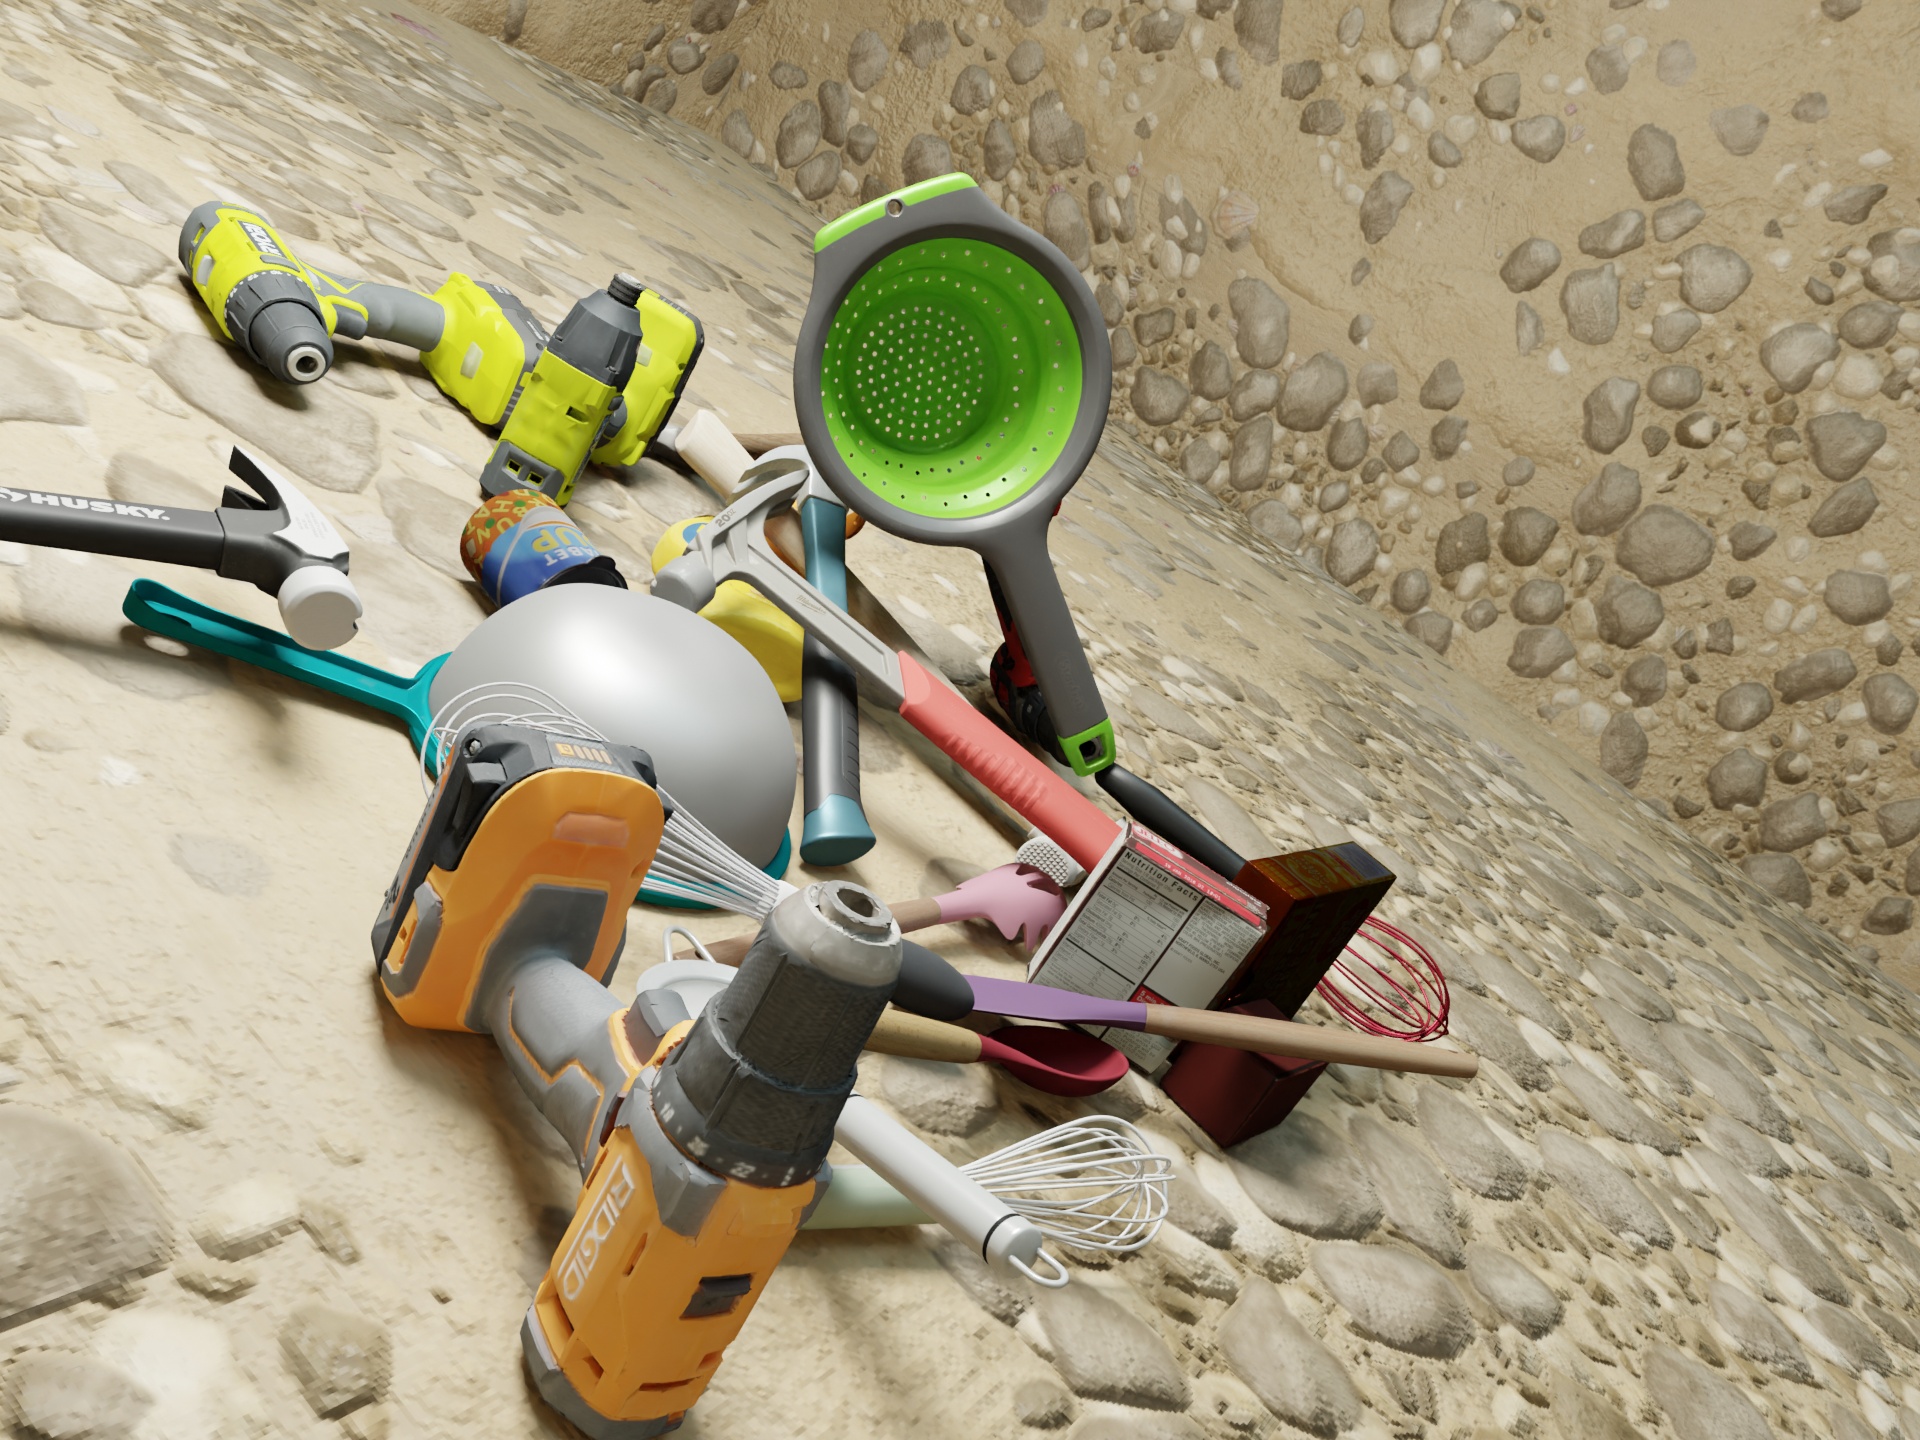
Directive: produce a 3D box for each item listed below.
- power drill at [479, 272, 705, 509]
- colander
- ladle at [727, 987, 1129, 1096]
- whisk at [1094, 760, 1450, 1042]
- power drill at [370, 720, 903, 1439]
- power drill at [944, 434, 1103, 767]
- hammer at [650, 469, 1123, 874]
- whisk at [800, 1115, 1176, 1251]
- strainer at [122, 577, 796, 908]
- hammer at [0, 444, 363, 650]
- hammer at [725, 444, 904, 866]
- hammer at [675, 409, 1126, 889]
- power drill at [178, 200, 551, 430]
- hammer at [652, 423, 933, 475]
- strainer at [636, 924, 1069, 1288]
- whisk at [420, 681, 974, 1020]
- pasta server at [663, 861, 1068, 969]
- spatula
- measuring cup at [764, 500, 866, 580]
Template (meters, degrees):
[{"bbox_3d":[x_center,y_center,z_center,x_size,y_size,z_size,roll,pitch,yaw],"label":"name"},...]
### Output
[{"bbox_3d":[-0.251,-0.239,1.122,0.080,0.171,0.223,30,16,-8],"label":"power drill"},{"bbox_3d":[0.015,-0.147,1.043,0.396,0.204,0.095,68,-10,-20],"label":"colander"},{"bbox_3d":[-0.007,0.138,0.684,0.069,0.031,0.315,15,-7,31],"label":"ladle"},{"bbox_3d":[0.212,0.121,1.083,0.296,0.073,0.073,37,19,4],"label":"whisk"},{"bbox_3d":[-0.111,0.086,0.527,0.084,0.185,0.226,13,24,-41],"label":"power drill"},{"bbox_3d":[0.050,-0.083,1.157,0.080,0.226,0.188,-16,22,-6],"label":"power drill"},{"bbox_3d":[-0.001,-0.003,0.920,0.359,0.036,0.149,39,41,3],"label":"hammer"},{"bbox_3d":[-0.004,0.190,0.646,0.246,0.058,0.059,11,58,-38],"label":"whisk"},{"bbox_3d":[-0.213,-0.027,0.774,0.340,0.095,0.211,22,22,-30],"label":"strainer"},{"bbox_3d":[-0.421,-0.090,0.628,0.334,0.035,0.146,5,27,-37],"label":"hammer"},{"bbox_3d":[-0.079,-0.050,0.964,0.128,0.033,0.331,17,44,-24],"label":"hammer"},{"bbox_3d":[-0.046,-0.054,1.071,0.411,0.038,0.146,49,21,10],"label":"hammer"},{"bbox_3d":[-0.404,-0.271,1.104,0.228,0.080,0.191,6,32,-47],"label":"power drill"},{"bbox_3d":[-0.132,-0.207,1.221,0.130,0.031,0.331,11,1,-44],"label":"hammer"},{"bbox_3d":[-0.050,0.146,0.597,0.086,0.050,0.259,10,8,-42],"label":"strainer"},{"bbox_3d":[-0.105,0.069,0.707,0.284,0.070,0.070,31,18,-24],"label":"whisk"},{"bbox_3d":[-0.036,0.109,0.826,0.060,0.040,0.316,42,25,27],"label":"pasta server"},{"bbox_3d":[0.118,0.156,0.819,0.316,0.018,0.060,10,6,-8],"label":"spatula"},{"bbox_3d":[-0.117,-0.146,1.159,0.052,0.095,0.174,21,-8,-21],"label":"measuring cup"}]
